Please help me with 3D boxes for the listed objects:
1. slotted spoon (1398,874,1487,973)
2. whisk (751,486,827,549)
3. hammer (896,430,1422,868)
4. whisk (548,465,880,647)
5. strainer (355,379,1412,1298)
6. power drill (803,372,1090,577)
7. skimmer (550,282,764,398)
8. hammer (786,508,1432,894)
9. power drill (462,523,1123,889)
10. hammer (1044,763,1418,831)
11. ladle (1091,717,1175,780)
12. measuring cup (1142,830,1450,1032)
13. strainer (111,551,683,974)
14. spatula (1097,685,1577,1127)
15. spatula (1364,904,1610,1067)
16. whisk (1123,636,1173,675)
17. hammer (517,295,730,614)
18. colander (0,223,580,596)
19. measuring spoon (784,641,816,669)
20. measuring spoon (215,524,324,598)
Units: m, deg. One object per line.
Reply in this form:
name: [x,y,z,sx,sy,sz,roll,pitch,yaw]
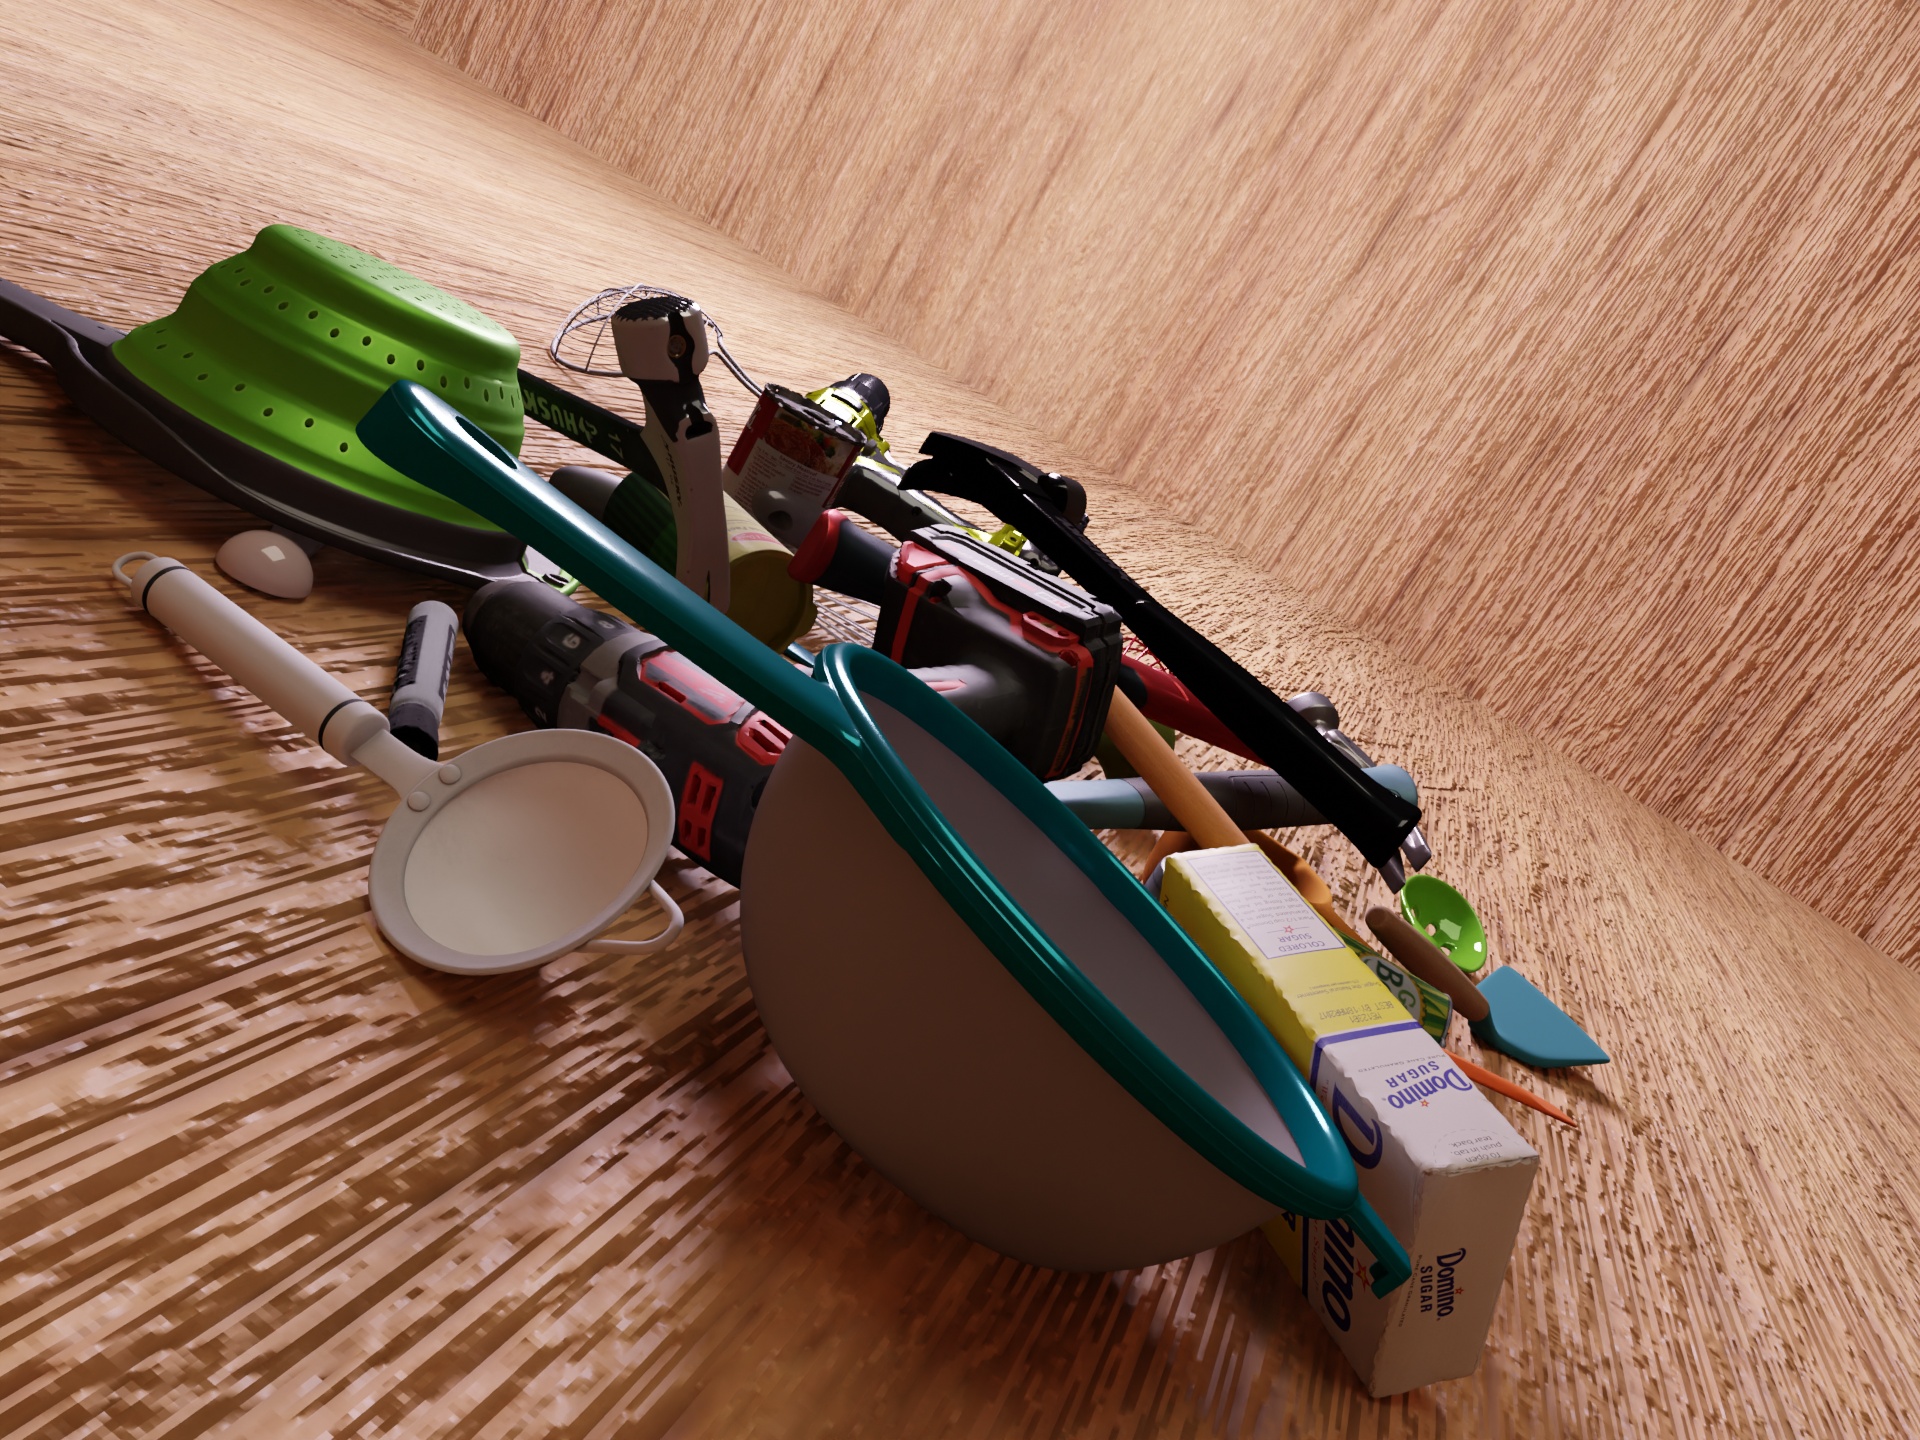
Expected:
slotted spoon: [0.253,0.140,0.893,0.070,0.031,0.313,50,22,12]
whisk: [-0.038,-0.088,0.962,0.238,0.055,0.055,26,14,-47]
hammer: [0.098,-0.044,0.786,0.146,0.035,0.335,10,29,-48]
whisk: [-0.092,-0.077,0.883,0.284,0.070,0.070,23,16,-11]
strainer: [-0.033,0.049,0.422,0.340,0.095,0.211,39,10,-35]
power drill: [-0.027,-0.165,1.154,0.228,0.080,0.191,31,35,-1]
skimmer: [-0.144,-0.211,1.234,0.363,0.090,0.127,38,34,-14]
hammer: [0.086,-0.013,0.819,0.386,0.038,0.143,21,29,-32]
power drill: [-0.064,-0.019,0.632,0.188,0.080,0.226,30,31,32]
hammer: [0.088,0.039,0.731,0.330,0.033,0.128,0,27,-32]
ladle: [-0.001,-0.003,0.837,0.320,0.078,0.062,7,-16,-40]
measuring cup: [0.157,0.108,0.767,0.095,0.052,0.174,14,25,-48]
strainer: [-0.175,0.008,0.477,0.259,0.050,0.087,32,58,23]
spatula: [0.117,0.047,0.648,0.323,0.041,0.081,52,11,31]
spatula: [0.269,0.135,0.830,0.082,0.044,0.317,48,8,36]
whisk: [0.100,-0.017,1.051,0.073,0.073,0.296,35,22,16]
hammer: [-0.231,-0.166,0.788,0.036,0.149,0.409,-27,37,-30]
colander: [-0.325,-0.177,0.651,0.397,0.094,0.205,26,11,-11]
measuring spoon: [-0.082,-0.043,0.845,0.128,0.021,0.042,34,15,5]
measuring spoon: [-0.259,-0.077,0.624,0.034,0.018,0.124,26,16,-18]
